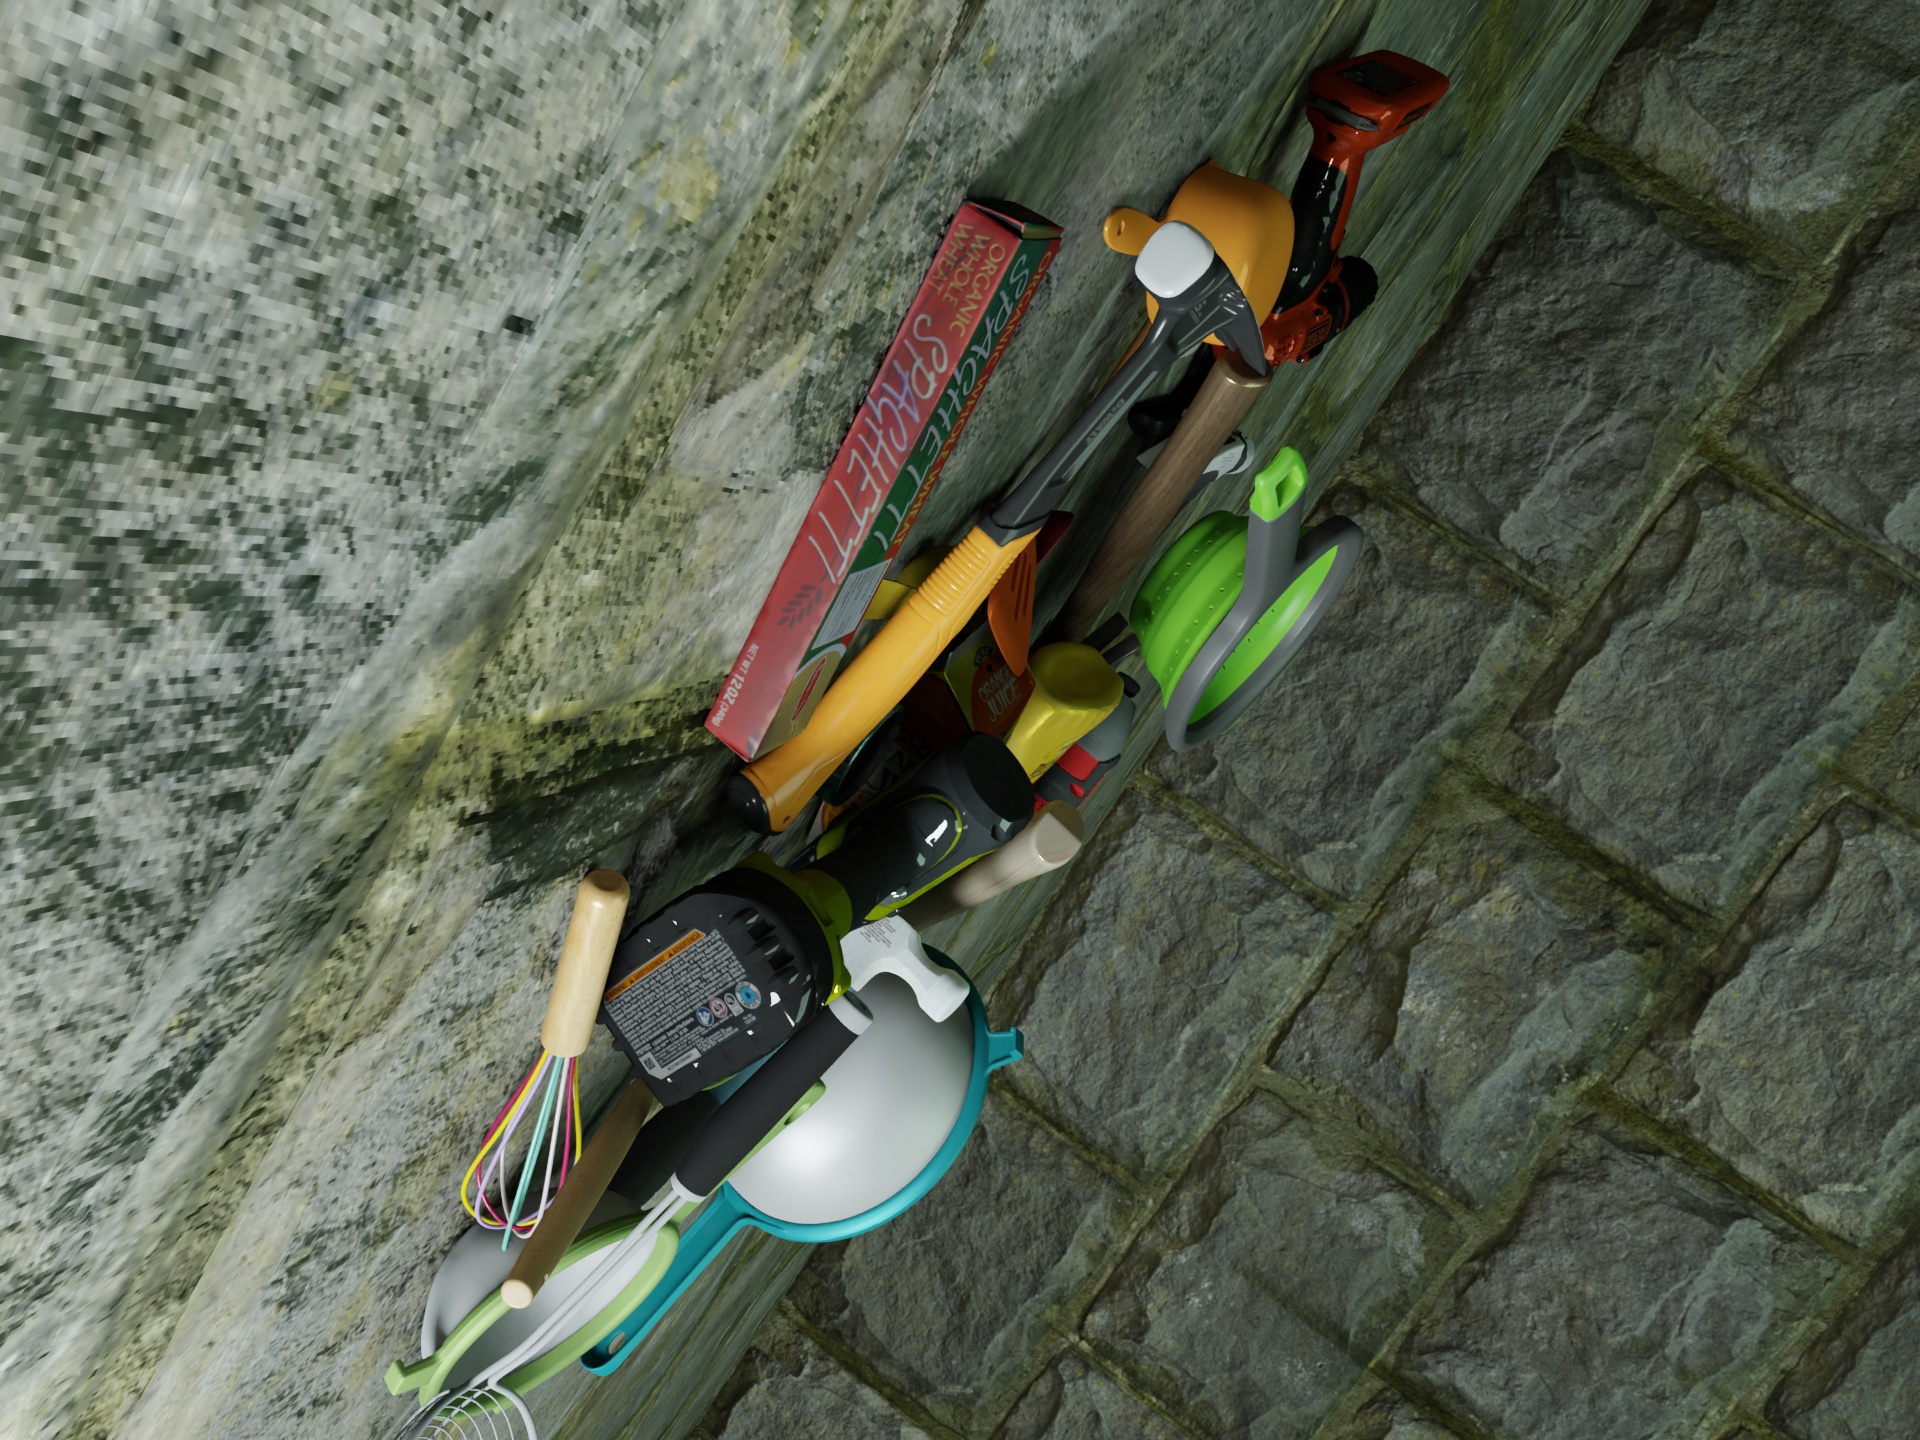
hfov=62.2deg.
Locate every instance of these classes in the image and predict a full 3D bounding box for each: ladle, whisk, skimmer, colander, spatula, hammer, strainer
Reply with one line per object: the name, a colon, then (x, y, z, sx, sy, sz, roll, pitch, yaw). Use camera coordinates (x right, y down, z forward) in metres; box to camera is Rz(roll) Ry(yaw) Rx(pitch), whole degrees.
ladle: (-0.011, -0.013, 1.014, 0.315, 0.031, 0.069, -60, 180, 37)
whisk: (-0.188, 0.160, 0.724, 0.051, 0.047, 0.244, -61, 175, -56)
skimmer: (-0.153, 0.286, 0.754, 0.363, 0.090, 0.127, -47, 153, 1)
colander: (0.178, -0.106, 1.069, 0.204, 0.094, 0.396, -46, 163, -7)
spatula: (0.092, -0.175, 0.892, 0.323, 0.041, 0.081, -57, 155, -13)
hammer: (-0.014, 0.134, 1.140, 0.146, 0.038, 0.410, -51, -176, -24)
strainer: (-0.135, 0.260, 1.001, 0.340, 0.211, 0.095, -48, 135, -12)
hammer: (-0.154, 0.231, 0.936, 0.331, 0.128, 0.033, -44, 163, -9)
ladle: (-0.150, 0.195, 0.775, 0.320, 0.062, 0.078, -70, 177, -78)
hammer: (0.100, -0.103, 0.976, 0.130, 0.031, 0.331, -16, 156, -32)
hammer: (0.083, -0.072, 1.140, 0.334, 0.035, 0.146, -53, 166, 24)
hammer: (0.012, -0.075, 0.745, 0.337, 0.034, 0.127, -48, 158, 9)
strainer: (-0.189, 0.260, 0.851, 0.256, 0.069, 0.151, -39, 155, -12)

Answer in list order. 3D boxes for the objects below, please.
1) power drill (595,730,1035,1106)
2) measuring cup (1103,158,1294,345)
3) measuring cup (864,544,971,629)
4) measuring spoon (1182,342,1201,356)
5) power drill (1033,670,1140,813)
power drill: (-0.081, 0.099, 0.808, 0.190, 0.080, 0.228, -35, 179, 34)
measuring cup: (0.123, -0.237, 0.808, 0.173, 0.052, 0.095, -22, 132, -63)
measuring cup: (-0.036, -0.064, 0.770, 0.062, 0.029, 0.156, -55, 158, 15)
measuring spoon: (0.156, -0.255, 0.957, 0.034, 0.018, 0.124, -64, -173, -24)
power drill: (0.077, 0.023, 1.244, 0.143, 0.078, 0.219, -52, -177, -1)
